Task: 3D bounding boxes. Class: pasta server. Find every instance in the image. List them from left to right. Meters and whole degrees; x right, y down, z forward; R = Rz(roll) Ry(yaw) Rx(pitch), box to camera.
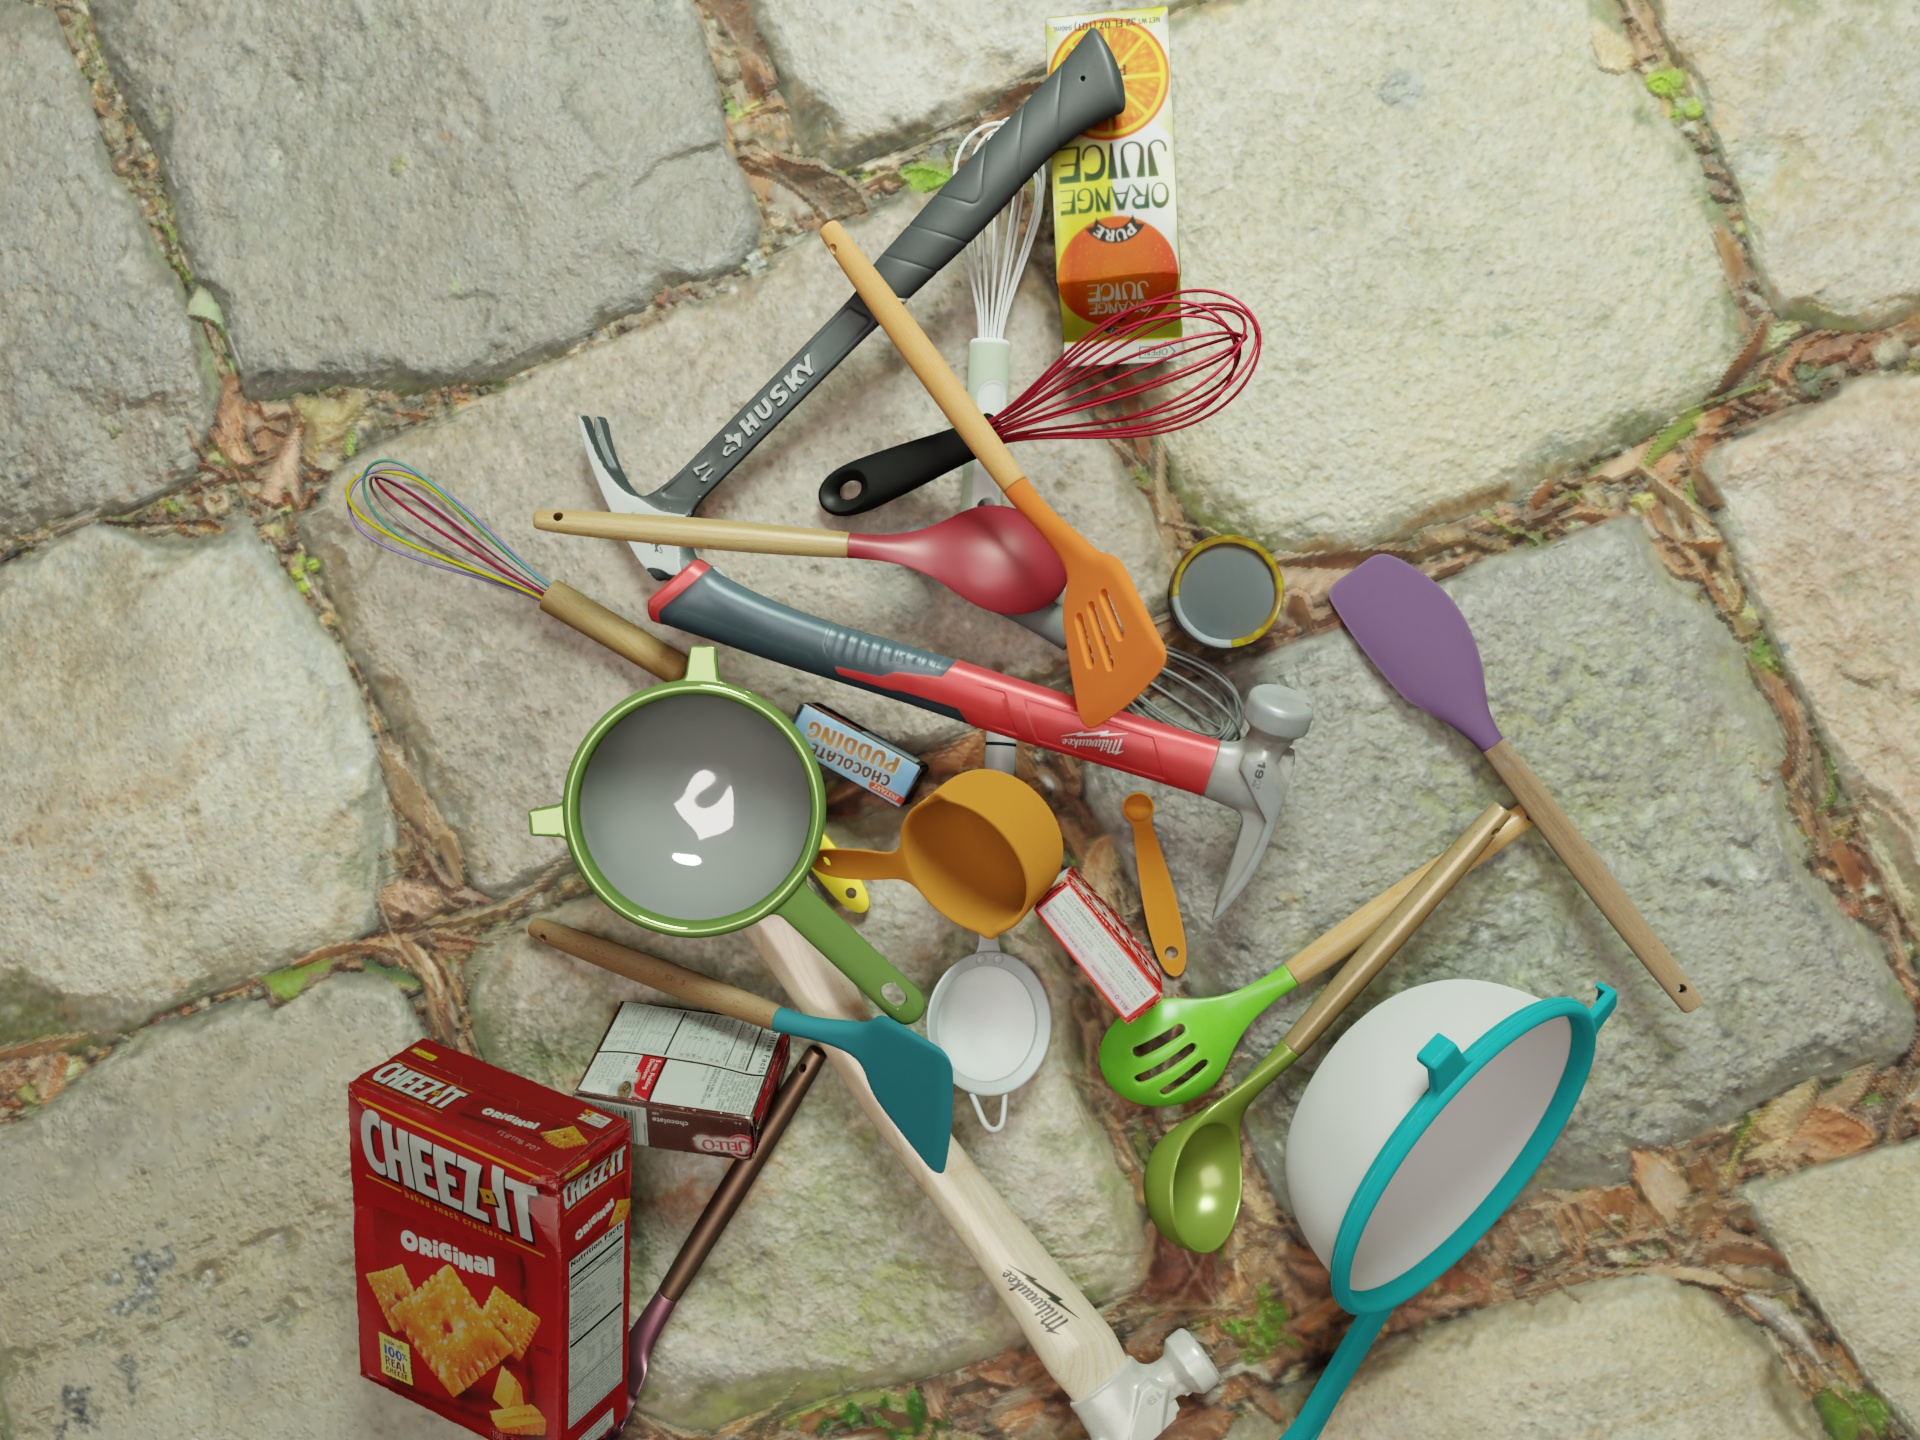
[{"bbox_3d":[-0.174,0.340,1.002,0.060,0.040,0.316,33,94,24],"label":"pasta server"}]

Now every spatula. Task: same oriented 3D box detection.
[{"bbox_3d":[-0.137,0.174,0.952,0.317,0.044,0.082,16,118,22],"label":"spatula"},{"bbox_3d":[0.011,-0.146,0.876,0.323,0.041,0.081,55,140,8],"label":"spatula"},{"bbox_3d":[0.329,0.034,0.928,0.060,0.018,0.316,-35,80,4],"label":"spatula"}]

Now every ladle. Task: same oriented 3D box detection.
[{"bbox_3d":[-0.091,-0.105,0.932,0.315,0.031,0.069,4,70,-2],"label":"ladle"},{"bbox_3d":[0.218,0.179,0.928,0.320,0.078,0.062,-51,43,9],"label":"ladle"}]

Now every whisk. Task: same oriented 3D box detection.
[{"bbox_3d":[-0.275,-0.094,1.000,0.245,0.047,0.051,30,107,1],"label":"whisk"},{"bbox_3d":[0.019,-0.235,0.957,0.057,0.059,0.246,1,97,-21],"label":"whisk"},{"bbox_3d":[0.035,-0.171,0.909,0.296,0.073,0.073,-16,90,32],"label":"whisk"},{"bbox_3d":[0.066,-0.053,0.957,0.239,0.055,0.055,32,95,8],"label":"whisk"}]

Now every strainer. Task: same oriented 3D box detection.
[{"bbox_3d":[-0.117,0.085,0.951,0.256,0.069,0.151,44,91,-8],"label":"strainer"},{"bbox_3d":[0.018,0.116,0.971,0.086,0.050,0.258,6,86,-28],"label":"strainer"},{"bbox_3d":[0.232,0.276,0.918,0.095,0.211,0.340,39,120,39],"label":"strainer"}]

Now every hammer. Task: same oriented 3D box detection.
[{"bbox_3d":[-0.063,-0.239,0.931,0.409,0.036,0.149,-41,84,19],"label":"hammer"},{"bbox_3d":[-0.021,0.275,0.969,0.146,0.038,0.411,-36,85,-10],"label":"hammer"},{"bbox_3d":[-0.001,-0.003,0.934,0.386,0.038,0.143,17,116,7],"label":"hammer"}]

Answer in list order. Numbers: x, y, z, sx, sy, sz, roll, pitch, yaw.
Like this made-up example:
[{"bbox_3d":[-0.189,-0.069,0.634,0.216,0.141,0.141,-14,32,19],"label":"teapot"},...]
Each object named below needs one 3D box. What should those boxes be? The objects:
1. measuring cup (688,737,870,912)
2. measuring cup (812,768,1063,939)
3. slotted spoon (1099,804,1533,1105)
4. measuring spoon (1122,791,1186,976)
[{"bbox_3d":[-0.110,0.059,0.987,0.062,0.029,0.156,-41,85,6],"label":"measuring cup"},{"bbox_3d":[-0.016,0.073,0.935,0.174,0.052,0.095,-4,114,42],"label":"measuring cup"},{"bbox_3d":[0.219,0.136,0.954,0.314,0.031,0.070,-35,98,5],"label":"slotted spoon"},{"bbox_3d":[0.120,0.100,0.975,0.021,0.011,0.117,-13,94,6],"label":"measuring spoon"}]
